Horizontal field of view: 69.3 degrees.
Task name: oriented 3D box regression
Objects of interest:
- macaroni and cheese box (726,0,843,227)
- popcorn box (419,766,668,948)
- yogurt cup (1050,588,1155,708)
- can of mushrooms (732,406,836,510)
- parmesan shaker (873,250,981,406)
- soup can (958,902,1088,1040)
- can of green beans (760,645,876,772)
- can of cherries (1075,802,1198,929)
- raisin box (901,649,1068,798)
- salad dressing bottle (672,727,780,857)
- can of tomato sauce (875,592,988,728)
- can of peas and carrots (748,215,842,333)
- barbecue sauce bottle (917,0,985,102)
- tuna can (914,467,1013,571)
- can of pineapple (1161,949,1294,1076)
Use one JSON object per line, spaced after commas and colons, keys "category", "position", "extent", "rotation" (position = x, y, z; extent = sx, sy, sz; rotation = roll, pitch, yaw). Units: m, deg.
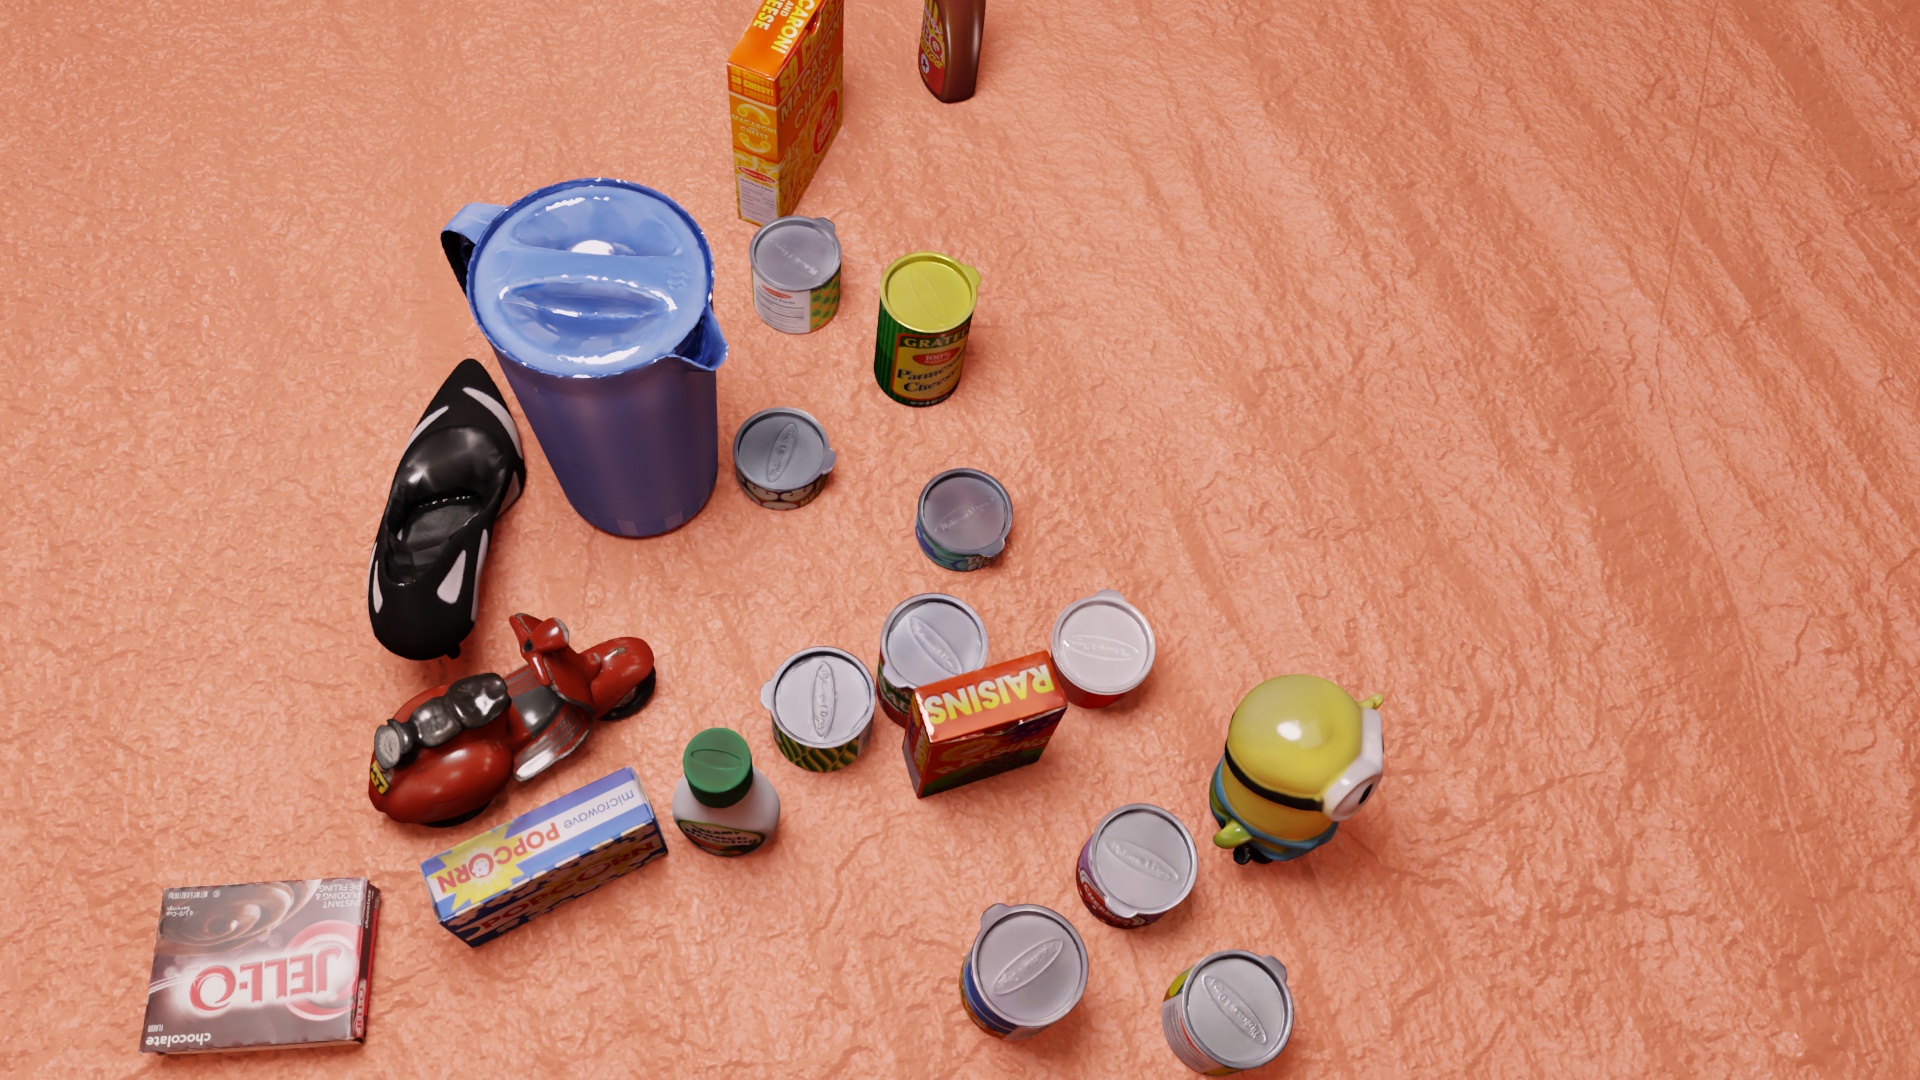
{"category": "macaroni and cheese box", "position": [-0.125, -0.327, 1.022], "extent": [0.040, 0.165, 0.124], "rotation": [21, 64, 4]}
{"category": "popcorn box", "position": [-0.238, 0.185, 0.809], "extent": [0.127, 0.085, 0.038], "rotation": [-24, 70, -16]}
{"category": "yogurt cup", "position": [0.090, 0.077, 0.914], "extent": [0.072, 0.053, 0.072], "rotation": [2, 64, -5]}
{"category": "can of mushrooms", "position": [-0.122, -0.056, 0.966], "extent": [0.071, 0.033, 0.071], "rotation": [2, 64, -5]}
{"category": "parmesan shaker", "position": [-0.024, -0.148, 0.982], "extent": [0.071, 0.102, 0.071], "rotation": [2, 65, -5]}
{"category": "soup can", "position": [0.033, 0.250, 0.808], "extent": [0.071, 0.083, 0.071], "rotation": [2, 65, -5]}
{"category": "can of green beans", "position": [-0.087, 0.107, 0.878], "extent": [0.071, 0.057, 0.071], "rotation": [2, 64, -5]}
{"category": "can of cherries", "position": [0.105, 0.203, 0.853], "extent": [0.071, 0.058, 0.072], "rotation": [2, 64, -5]}
{"category": "raisin box", "position": [0.012, 0.115, 0.849], "extent": [0.086, 0.123, 0.040], "rotation": [-14, 67, -12]}
{"category": "salad dressing bottle", "position": [-0.137, 0.146, 0.804], "extent": [0.064, 0.147, 0.044], "rotation": [11, 64, -1]}
{"category": "can of tomato sauce", "position": [-0.021, 0.081, 0.884], "extent": [0.071, 0.082, 0.071], "rotation": [2, 65, -5]}
{"category": "can of peas and carrots", "position": [-0.119, -0.196, 1.019], "extent": [0.071, 0.058, 0.071], "rotation": [2, 64, -5]}
{"category": "barbecue sauce bottle", "position": [-0.005, -0.416, 1.087], "extent": [0.044, 0.148, 0.065], "rotation": [-18, 68, -14]}
{"category": "tuna can", "position": [0.003, -0.012, 0.959], "extent": [0.071, 0.032, 0.071], "rotation": [2, 64, -5]}
{"category": "can of pineapple", "position": [0.158, 0.280, 0.822], "extent": [0.071, 0.057, 0.071], "rotation": [2, 64, -5]}
